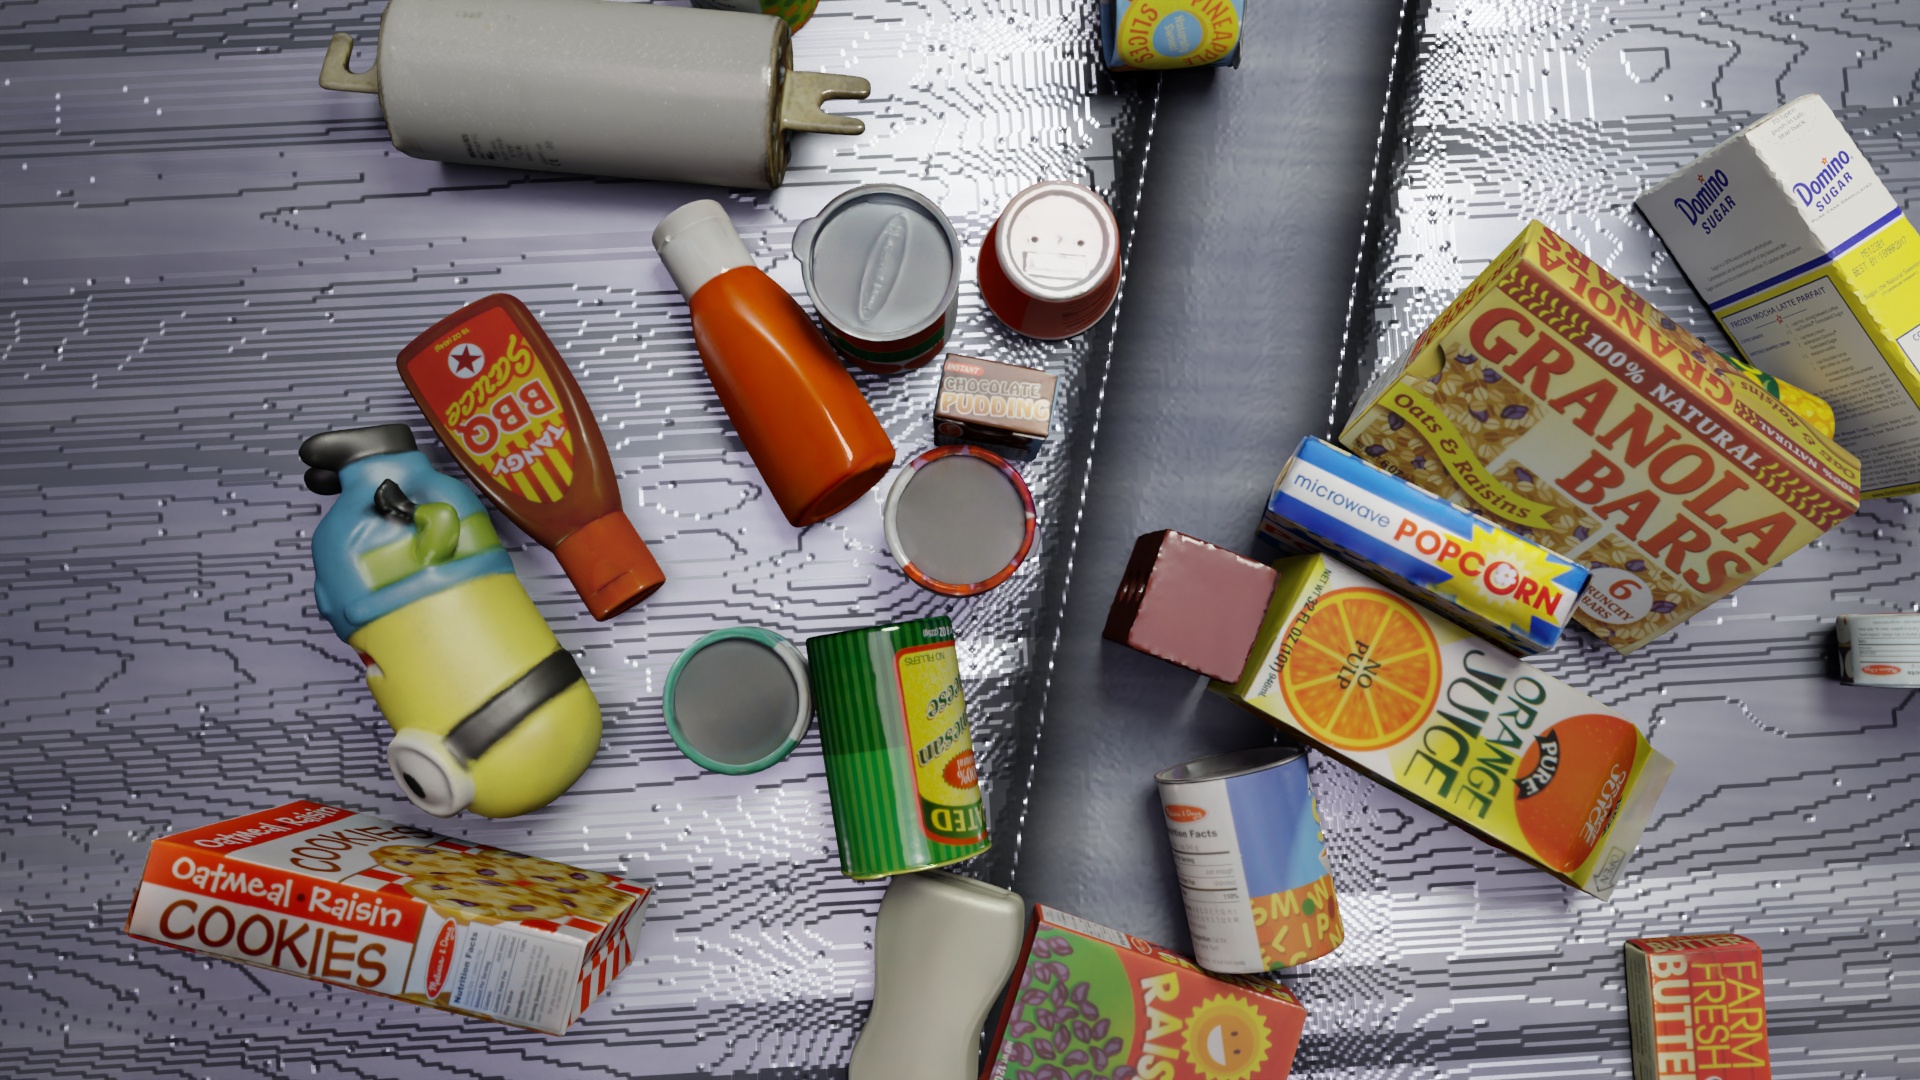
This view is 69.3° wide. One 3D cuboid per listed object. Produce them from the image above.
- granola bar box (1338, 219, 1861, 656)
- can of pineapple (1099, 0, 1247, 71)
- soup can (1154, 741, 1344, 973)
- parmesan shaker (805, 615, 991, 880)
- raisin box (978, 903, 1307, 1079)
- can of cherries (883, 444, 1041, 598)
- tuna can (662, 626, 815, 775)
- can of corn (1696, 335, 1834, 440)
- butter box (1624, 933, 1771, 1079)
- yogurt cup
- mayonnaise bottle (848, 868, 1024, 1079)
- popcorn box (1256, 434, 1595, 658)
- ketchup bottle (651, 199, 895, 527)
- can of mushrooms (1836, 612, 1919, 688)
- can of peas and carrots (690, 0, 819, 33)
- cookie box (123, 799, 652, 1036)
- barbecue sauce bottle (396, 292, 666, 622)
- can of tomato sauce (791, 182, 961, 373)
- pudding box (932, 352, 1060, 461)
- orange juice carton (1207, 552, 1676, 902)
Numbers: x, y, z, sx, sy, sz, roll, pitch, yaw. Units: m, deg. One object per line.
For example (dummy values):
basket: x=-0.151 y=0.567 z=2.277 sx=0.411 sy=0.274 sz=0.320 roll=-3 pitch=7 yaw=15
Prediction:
granola bar box: x=0.267 y=-0.038 z=0.595 sx=0.165 sy=0.123 sz=0.039 roll=37 pitch=49 yaw=2
can of pineapple: x=0.096 y=-0.248 z=0.632 sx=0.058 sy=0.071 sz=0.071 roll=-3 pitch=86 yaw=0
soup can: x=0.129 y=0.137 z=0.607 sx=0.071 sy=0.071 sz=0.084 roll=-12 pitch=87 yaw=-2
parmesan shaker: x=-0.029 y=0.088 z=0.604 sx=0.071 sy=0.071 sz=0.103 roll=-10 pitch=86 yaw=-2
raisin box: x=0.079 y=0.223 z=0.613 sx=0.123 sy=0.040 sz=0.086 roll=18 pitch=85 yaw=1
can of cherries: x=0.002 y=-0.008 z=0.618 sx=0.071 sy=0.058 sz=0.071 roll=0 pitch=86 yaw=-1
tuna can: x=-0.101 y=0.072 z=0.623 sx=0.071 sy=0.033 sz=0.071 roll=0 pitch=86 yaw=-2
can of corn: x=0.344 y=-0.048 z=0.624 sx=0.058 sy=0.071 sz=0.071 roll=25 pitch=86 yaw=0
butter box: x=0.333 y=0.232 z=0.624 sx=0.053 sy=0.024 sz=0.103 roll=-2 pitch=86 yaw=-1
yogurt cup: x=0.042 y=-0.129 z=0.630 sx=0.072 sy=0.054 sz=0.072 roll=0 pitch=87 yaw=-1
mayonnaise bottle: x=-0.018 y=0.222 z=0.610 sx=0.065 sy=0.041 sz=0.148 roll=14 pitch=87 yaw=11
popcorn box: x=0.193 y=0.005 z=0.597 sx=0.127 sy=0.085 sz=0.038 roll=28 pitch=86 yaw=12
ketchup bottle: x=-0.088 y=-0.082 z=0.623 sx=0.044 sy=0.064 sz=0.149 roll=-23 pitch=78 yaw=-43
can of mushrooms: x=0.431 y=0.049 z=0.620 sx=0.071 sy=0.071 sz=0.033 roll=-2 pitch=86 yaw=-1
can of peas and carrots: x=-0.096 y=-0.271 z=0.635 sx=0.071 sy=0.058 sz=0.071 roll=0 pitch=86 yaw=-2
cookie box: x=-0.224 y=0.151 z=0.570 sx=0.167 sy=0.123 sz=0.040 roll=13 pitch=86 yaw=0
barbecue sauce bottle: x=-0.187 y=-0.034 z=0.624 sx=0.065 sy=0.043 sz=0.148 roll=-33 pitch=88 yaw=-4
can of tomato sauce: x=-0.035 y=-0.112 z=0.612 sx=0.071 sy=0.083 sz=0.071 roll=0 pitch=86 yaw=-1
pudding box: x=0.015 y=-0.056 z=0.609 sx=0.050 sy=0.083 sz=0.030 roll=11 pitch=86 yaw=0
orange juice carton: x=0.214 y=0.082 z=0.608 sx=0.193 sy=0.073 sz=0.072 roll=29 pitch=86 yaw=1
